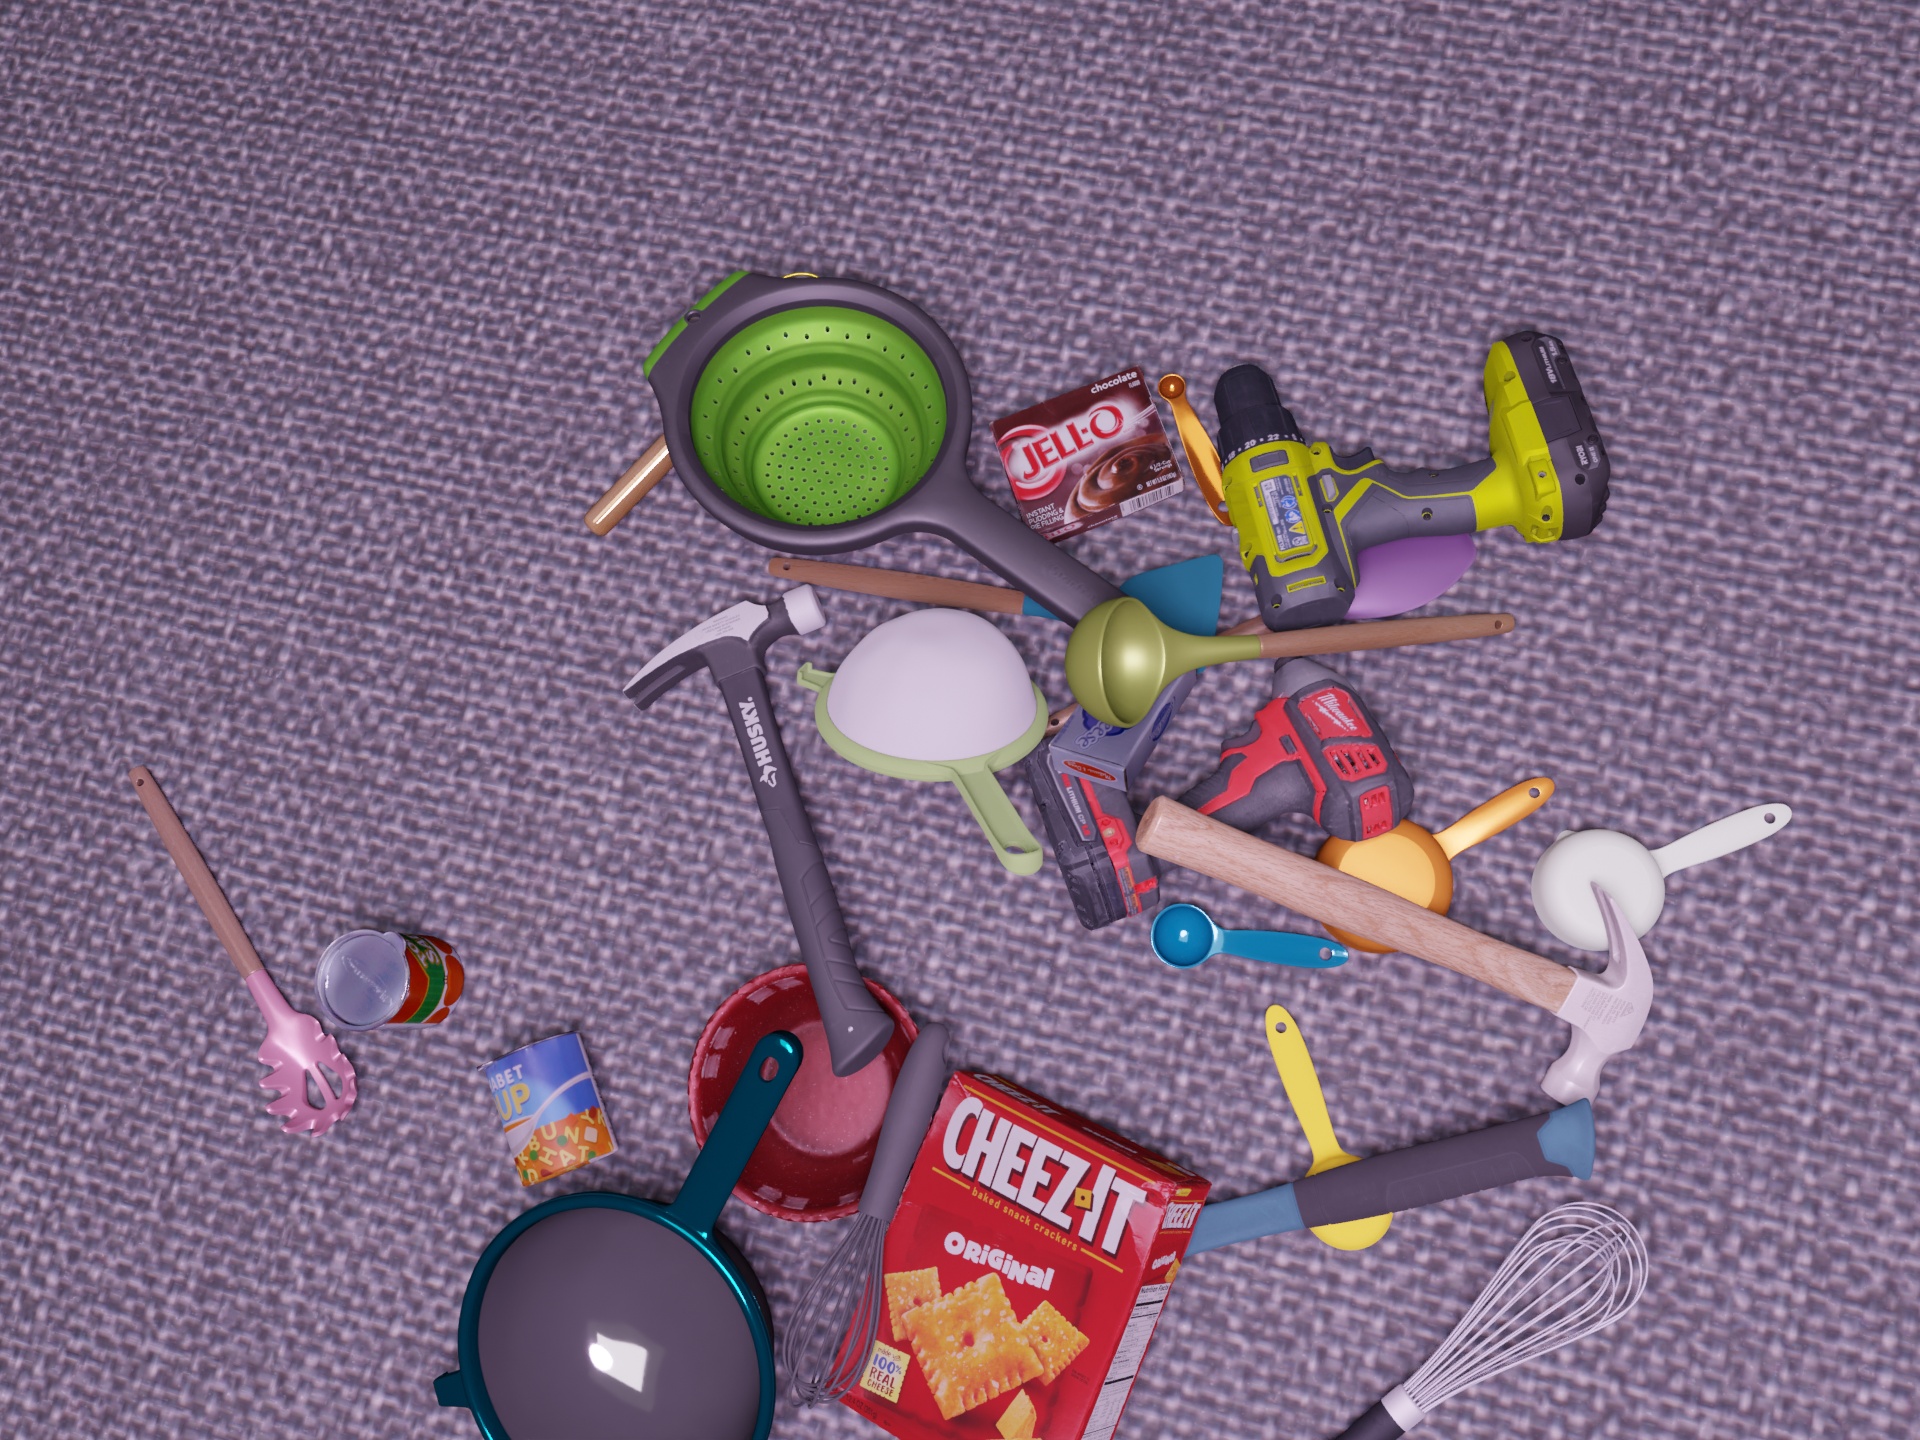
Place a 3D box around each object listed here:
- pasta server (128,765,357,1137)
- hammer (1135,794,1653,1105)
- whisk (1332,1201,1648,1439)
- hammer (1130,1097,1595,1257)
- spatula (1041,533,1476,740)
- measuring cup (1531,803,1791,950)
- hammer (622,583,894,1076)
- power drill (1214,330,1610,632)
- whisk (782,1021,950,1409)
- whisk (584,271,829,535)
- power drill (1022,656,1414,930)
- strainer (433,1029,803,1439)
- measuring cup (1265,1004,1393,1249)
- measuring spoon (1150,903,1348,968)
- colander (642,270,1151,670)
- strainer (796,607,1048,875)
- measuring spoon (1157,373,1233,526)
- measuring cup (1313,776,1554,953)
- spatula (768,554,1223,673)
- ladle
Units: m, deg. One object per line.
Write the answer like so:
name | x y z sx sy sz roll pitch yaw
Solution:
pasta server | -0.515 0.157 1.125 0.060 0.040 0.316 -34 75 -11
hammer | 0.261 0.118 0.947 0.331 0.031 0.130 23 101 -8
whisk | 0.290 0.390 0.953 0.284 0.070 0.070 -41 77 5
hammer | 0.218 0.291 0.960 0.331 0.033 0.128 -19 70 16
spatula | 0.195 -0.057 1.065 0.316 0.018 0.060 -25 72 3
measuring cup | 0.441 0.087 0.989 0.167 0.038 0.083 -24 77 6
hammer | -0.118 0.073 1.045 0.146 0.035 0.335 -22 64 2
power drill | 0.284 -0.171 1.041 0.228 0.080 0.191 -14 67 8
whisk | -0.054 0.297 0.963 0.055 0.055 0.239 17 77 11
whisk | -0.183 -0.227 1.142 0.245 0.047 0.051 -45 37 4
power drill | 0.159 0.036 1.010 0.219 0.078 0.143 -19 46 1
strainer | -0.170 0.331 0.989 0.211 0.095 0.340 30 99 12
measuring cup | 0.224 0.254 0.996 0.062 0.029 0.156 -20 80 5
measuring spoon | 0.186 0.146 1.033 0.128 0.021 0.042 7 81 1
colander | -0.030 -0.144 1.068 0.397 0.094 0.204 37 73 12
strainer | -0.002 -0.003 0.969 0.151 0.257 0.069 -8 122 -16
measuring spoon | 0.165 -0.186 1.099 0.021 0.011 0.117 -23 81 4
measuring cup | 0.302 0.081 1.004 0.173 0.052 0.095 -32 77 4
spatula | 0.017 -0.088 1.085 0.317 0.044 0.082 9 80 11
ladle | 0.213 -0.047 0.985 0.320 0.062 0.078 -6 99 -17
